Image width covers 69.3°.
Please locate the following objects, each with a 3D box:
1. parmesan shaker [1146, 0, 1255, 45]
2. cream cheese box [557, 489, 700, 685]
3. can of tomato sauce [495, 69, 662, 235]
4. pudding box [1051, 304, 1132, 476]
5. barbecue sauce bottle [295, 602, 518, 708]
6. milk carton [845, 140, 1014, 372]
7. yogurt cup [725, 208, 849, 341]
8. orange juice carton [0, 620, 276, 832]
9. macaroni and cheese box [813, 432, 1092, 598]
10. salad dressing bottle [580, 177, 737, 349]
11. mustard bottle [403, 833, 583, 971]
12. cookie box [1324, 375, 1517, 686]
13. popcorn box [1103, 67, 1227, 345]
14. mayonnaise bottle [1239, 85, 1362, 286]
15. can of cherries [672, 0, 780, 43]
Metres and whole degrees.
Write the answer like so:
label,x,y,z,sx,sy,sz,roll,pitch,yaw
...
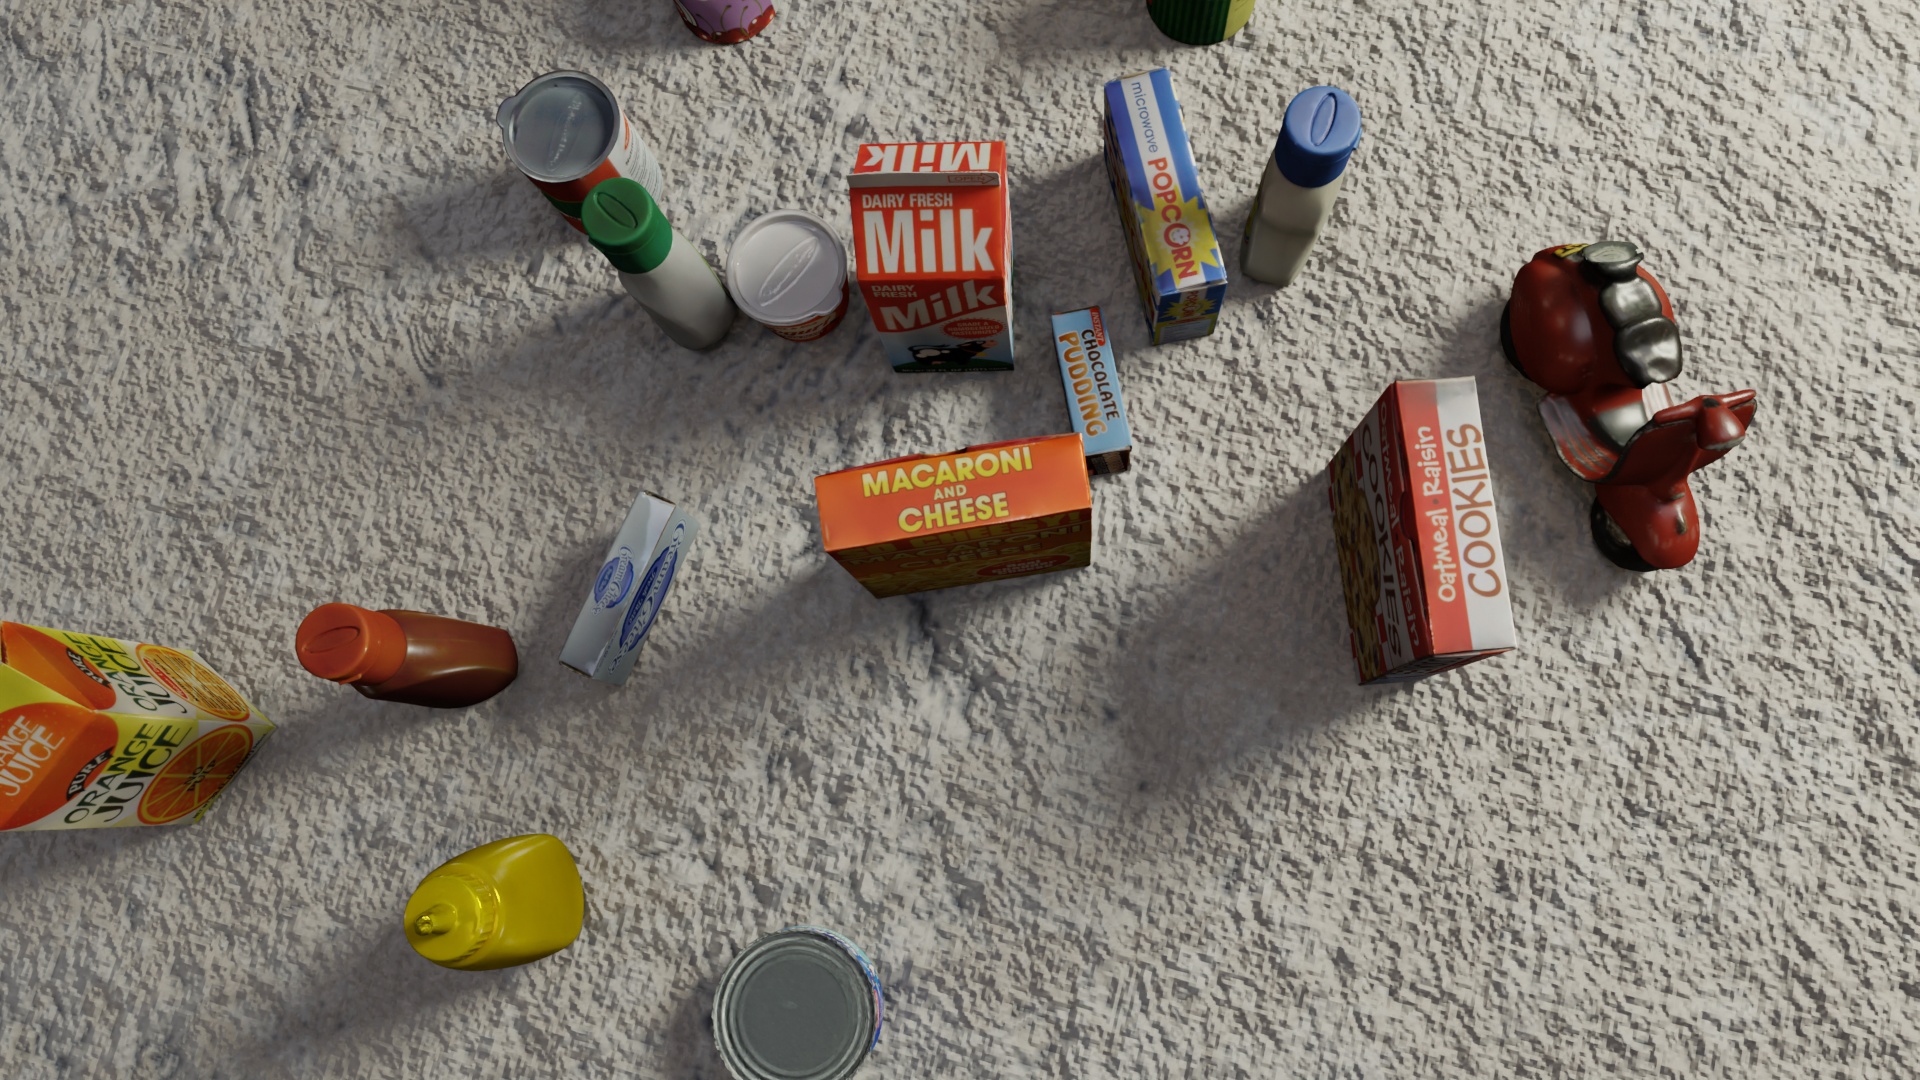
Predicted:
label,x,y,z,sx,sy,sz,roll,pitch,yaw
parmesan shaker,0.137,-0.331,0.779,0.071,0.103,0.071,-1,80,5
cream cheese box,-0.180,0.027,0.762,0.024,0.053,0.104,23,82,8
can of tomato sauce,-0.216,-0.219,0.797,0.071,0.083,0.071,-1,80,5
pudding box,0.072,-0.081,0.764,0.030,0.049,0.084,-11,79,3
barbecue sauce bottle,-0.286,0.060,0.716,0.065,0.148,0.044,-18,79,2
milk carton,-0.010,-0.148,0.712,0.072,0.190,0.073,-1,80,5
yogurt cup,-0.094,-0.147,0.788,0.072,0.054,0.072,-1,79,5
orange juice carton,-0.445,0.095,0.700,0.073,0.192,0.072,38,85,10
macaroni and cheese box,0.002,-0.009,0.697,0.124,0.166,0.040,-9,79,3
salad dressing bottle,-0.161,-0.147,0.746,0.064,0.147,0.044,40,85,10
mustard bottle,-0.233,0.180,0.683,0.049,0.160,0.065,-16,79,2
cookie box,0.218,0.003,0.676,0.040,0.167,0.123,-6,79,4
popcorn box,0.110,-0.181,0.762,0.038,0.085,0.127,-13,79,2
mayonnaise bottle,0.177,-0.186,0.725,0.041,0.148,0.065,18,82,8
can of cherries,-0.147,-0.339,0.827,0.071,0.058,0.071,-1,79,5
